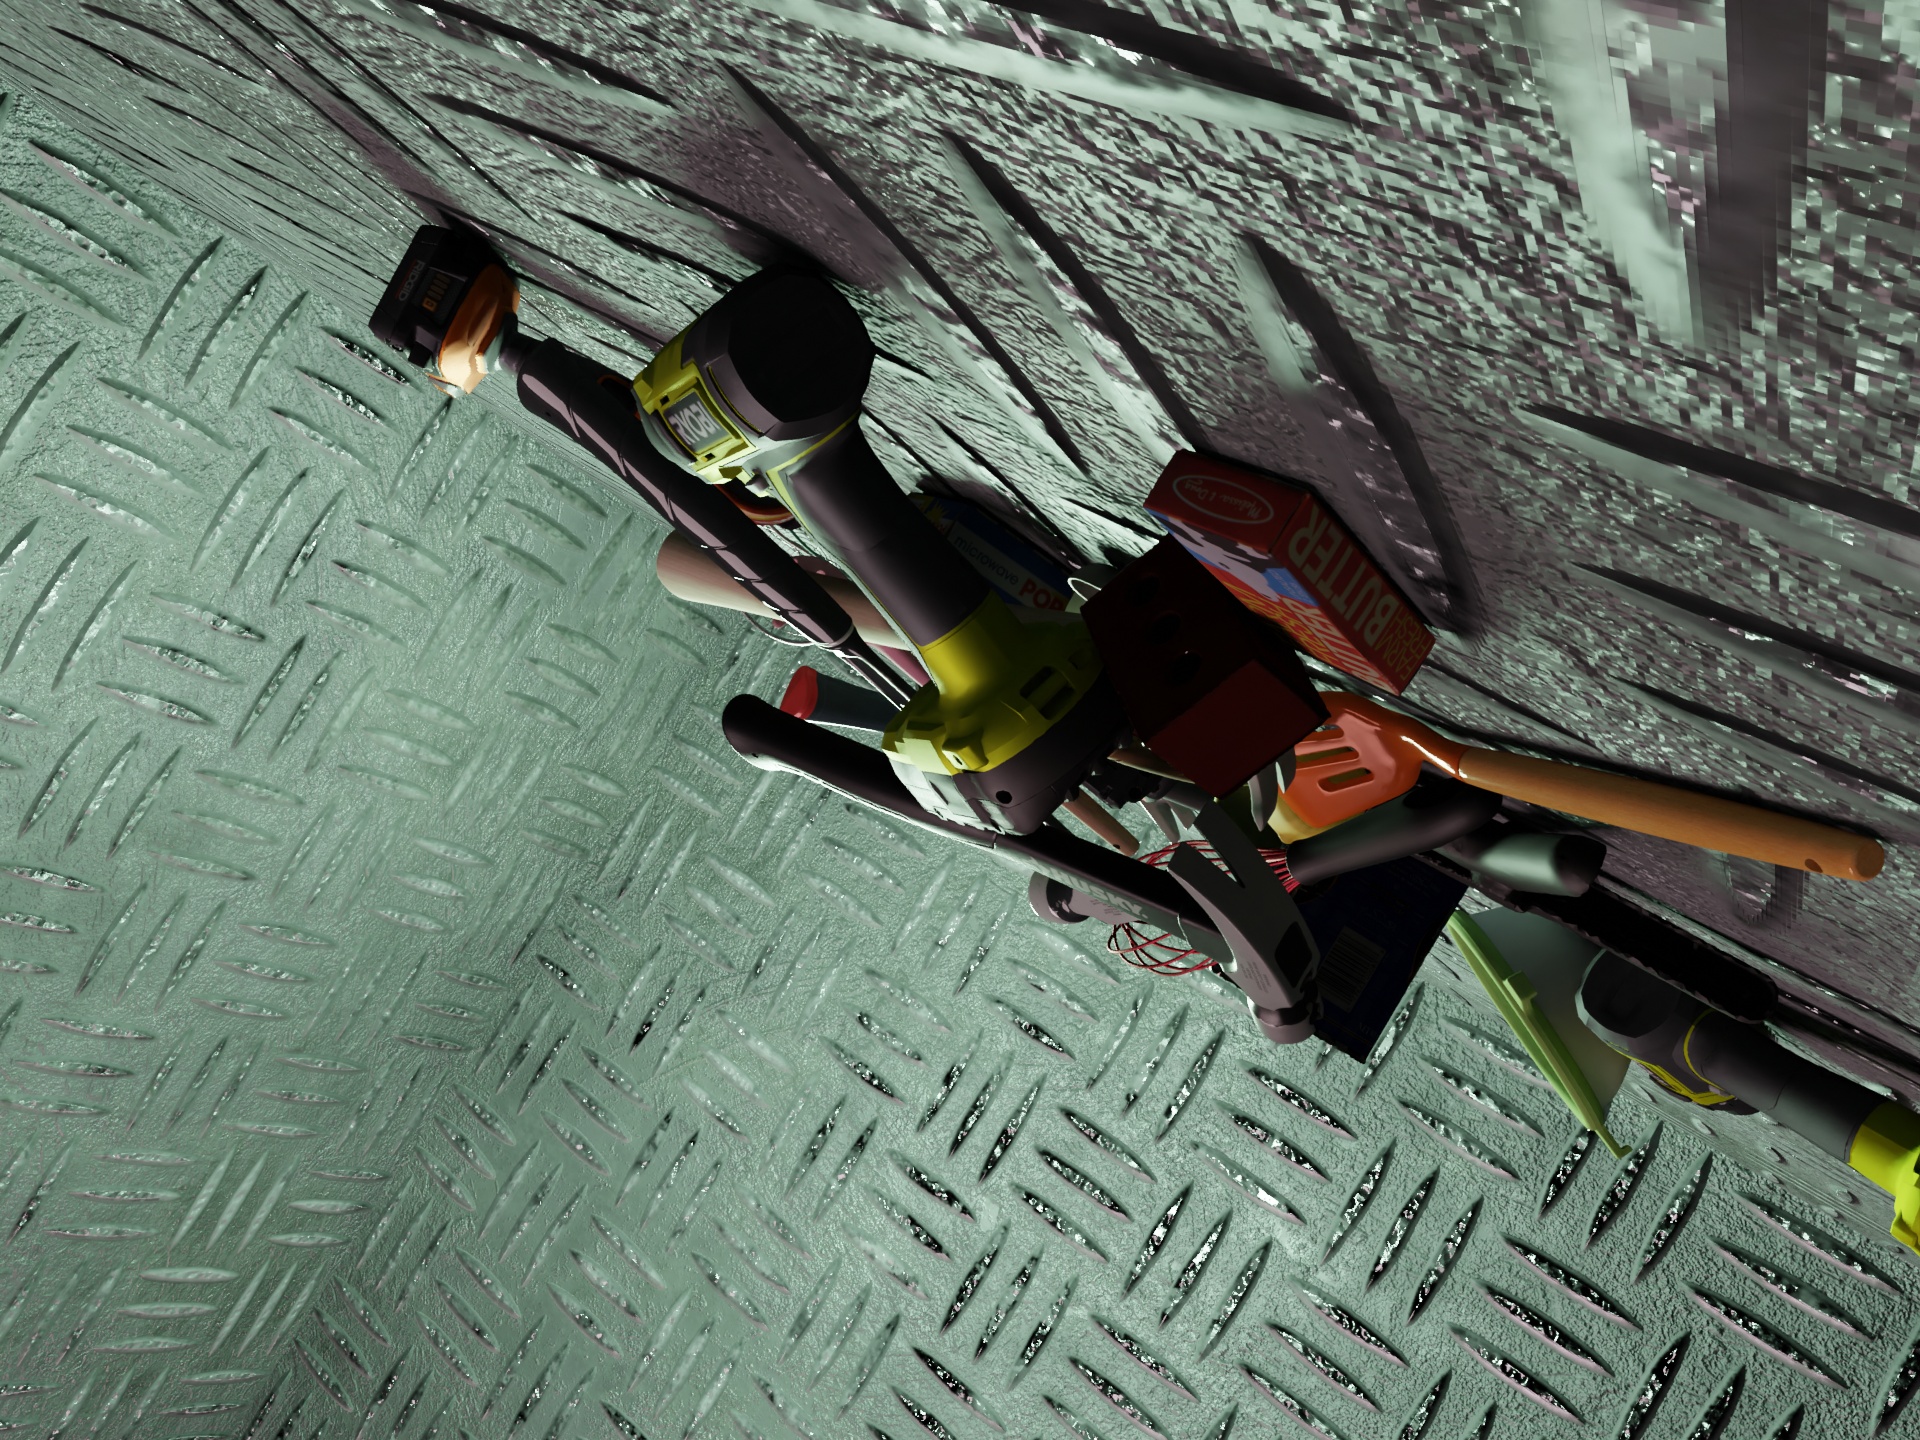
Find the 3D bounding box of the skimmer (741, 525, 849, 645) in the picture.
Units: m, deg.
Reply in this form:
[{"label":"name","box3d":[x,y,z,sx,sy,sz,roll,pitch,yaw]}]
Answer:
[{"label":"skimmer","box3d":[-0.110,-0.110,1.320,0.127,0.090,0.363,65,165,-16]}]

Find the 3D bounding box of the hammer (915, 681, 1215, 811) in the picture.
[{"label":"hammer","box3d":[0.114,0.027,1.182,0.330,0.033,0.128,20,-136,-25]}]

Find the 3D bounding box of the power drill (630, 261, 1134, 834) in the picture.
[{"label":"power drill","box3d":[-0.038,-0.065,0.632,0.223,0.080,0.171,51,163,-16]}]

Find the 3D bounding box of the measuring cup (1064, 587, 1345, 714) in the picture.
[{"label":"measuring cup","box3d":[0.113,-0.023,0.761,0.168,0.038,0.083,33,179,44]}]

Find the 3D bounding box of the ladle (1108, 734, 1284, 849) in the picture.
[{"label":"ladle","box3d":[0.146,0.043,0.924,0.078,0.062,0.320,0,173,28]}]

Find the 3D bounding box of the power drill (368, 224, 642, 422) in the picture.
[{"label":"power drill","box3d":[-0.233,-0.207,0.966,0.226,0.084,0.164,28,178,-10]}]

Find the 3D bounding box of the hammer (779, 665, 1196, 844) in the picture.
[{"label":"hammer","box3d":[0.027,0.020,1.193,0.386,0.038,0.143,11,-145,-46]}]

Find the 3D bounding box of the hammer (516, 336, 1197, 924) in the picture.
[{"label":"hammer","box3d":[-0.049,-0.031,0.771,0.408,0.036,0.149,42,159,-16]}]

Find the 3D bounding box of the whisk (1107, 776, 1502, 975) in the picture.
[{"label":"whisk","box3d":[0.162,0.077,0.809,0.073,0.073,0.296,32,149,-16]}]

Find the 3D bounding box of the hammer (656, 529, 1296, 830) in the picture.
[{"label":"hammer","box3d":[-0.020,-0.044,0.800,0.411,0.038,0.146,15,151,45]}]

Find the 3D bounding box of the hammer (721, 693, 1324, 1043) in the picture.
[{"label":"hammer","box3d":[0.010,0.047,0.752,0.335,0.035,0.146,21,155,35]}]

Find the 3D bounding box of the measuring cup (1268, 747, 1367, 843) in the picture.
[{"label":"measuring cup","box3d":[0.146,0.011,0.831,0.156,0.062,0.029,30,163,-9]}]

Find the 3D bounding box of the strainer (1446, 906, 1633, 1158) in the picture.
[{"label":"strainer","box3d":[0.358,0.145,1.005,0.151,0.069,0.257,54,-171,-21]}]

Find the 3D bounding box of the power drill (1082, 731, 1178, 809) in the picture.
[{"label":"power drill","box3d":[0.071,-0.020,1.039,0.188,0.080,0.226,38,-177,6]}]

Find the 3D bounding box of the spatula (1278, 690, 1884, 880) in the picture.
[{"label":"spatula","box3d":[0.203,0.027,0.602,0.081,0.041,0.323,52,171,-16]}]

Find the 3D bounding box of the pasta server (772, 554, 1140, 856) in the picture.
[{"label":"pasta server","box3d":[-0.002,-0.003,0.992,0.316,0.040,0.060,40,150,-21]}]

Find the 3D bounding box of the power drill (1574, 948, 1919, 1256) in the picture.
[{"label":"power drill","box3d":[0.451,0.207,0.823,0.190,0.080,0.229,33,180,-39]}]

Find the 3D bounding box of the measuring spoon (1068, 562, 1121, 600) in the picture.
[{"label":"measuring spoon","box3d":[0.084,-0.062,0.701,0.034,0.018,0.124,35,170,-18]}]

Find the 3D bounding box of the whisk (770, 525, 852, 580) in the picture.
[{"label":"whisk","box3d":[-0.054,-0.092,1.002,0.047,0.051,0.244,13,159,35]}]
